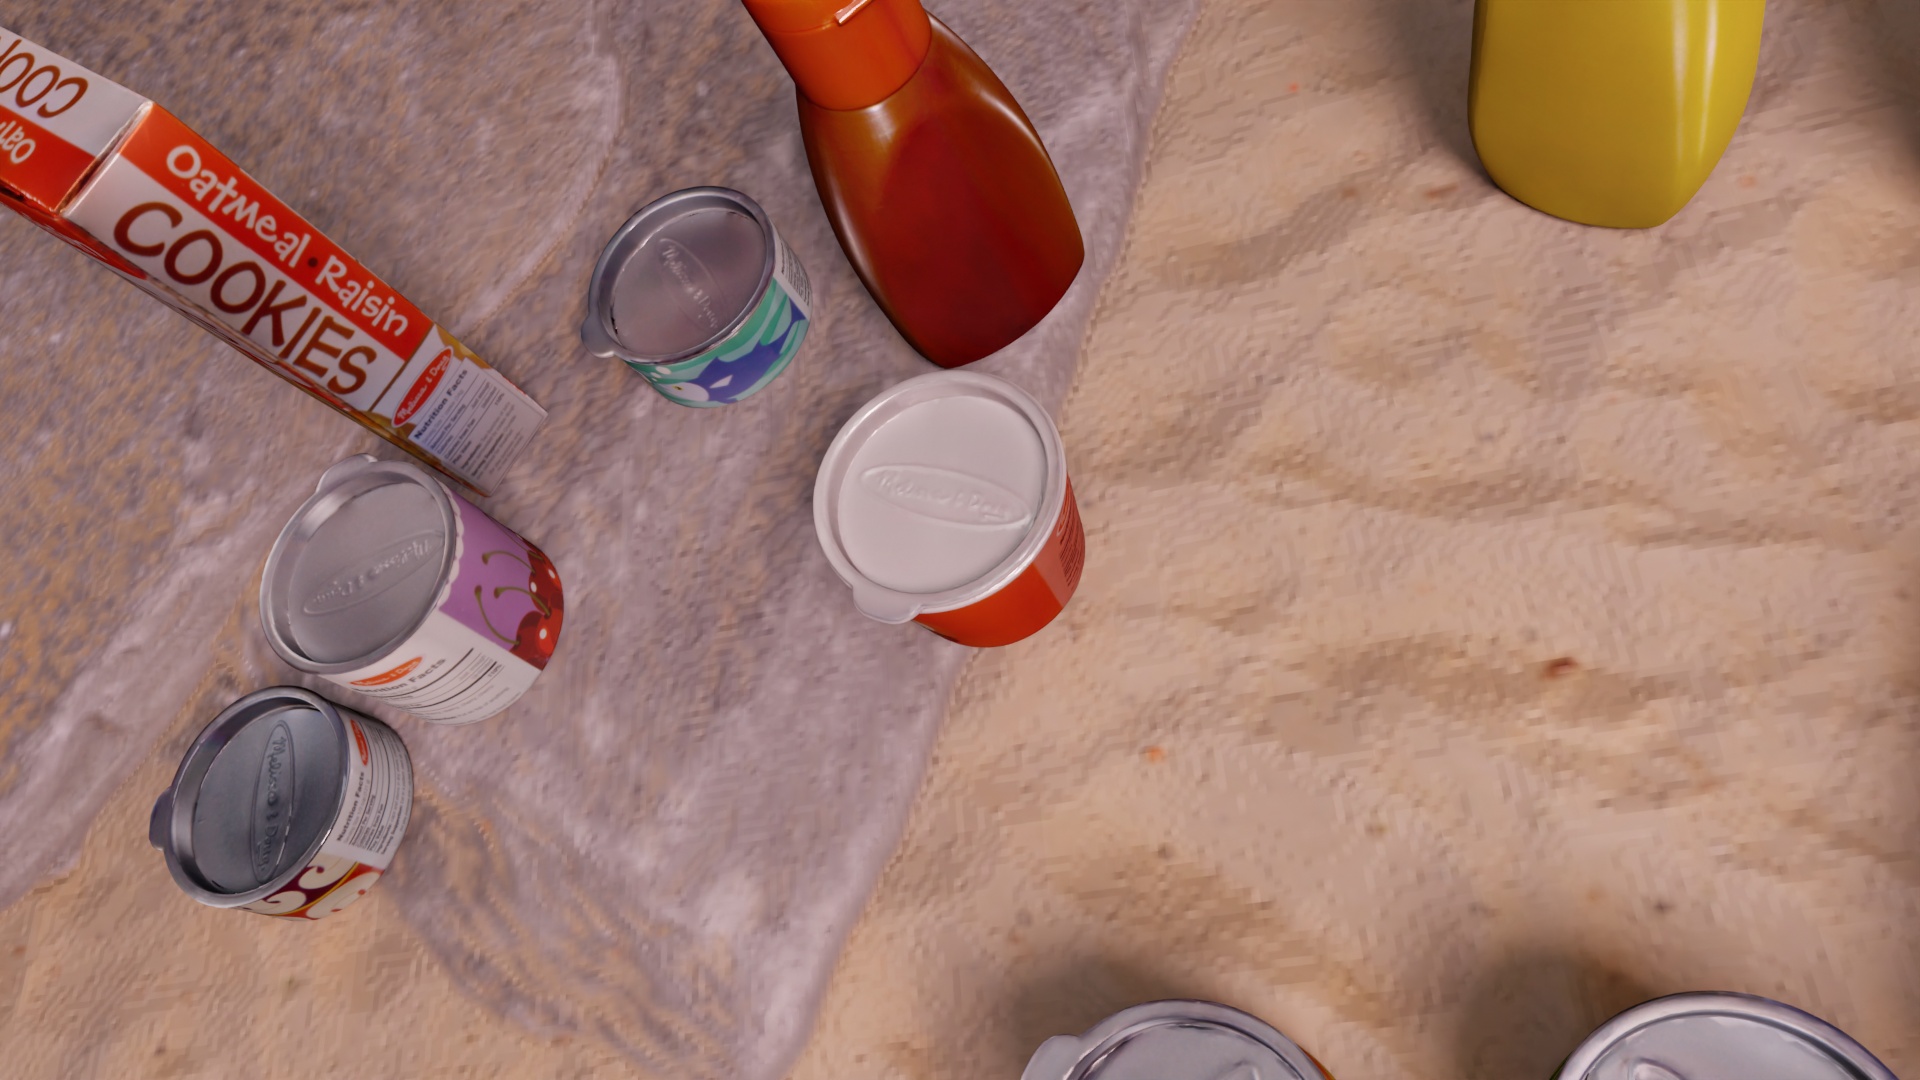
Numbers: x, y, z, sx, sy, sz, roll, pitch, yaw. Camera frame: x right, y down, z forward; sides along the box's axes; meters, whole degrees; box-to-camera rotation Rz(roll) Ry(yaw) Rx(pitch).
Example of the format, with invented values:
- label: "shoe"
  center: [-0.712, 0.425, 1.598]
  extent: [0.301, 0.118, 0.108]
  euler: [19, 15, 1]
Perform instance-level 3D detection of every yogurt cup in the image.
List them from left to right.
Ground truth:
- label: "yogurt cup"
  center: [0.001, -0.005, 0.375]
  extent: [0.072, 0.054, 0.072]
  euler: [-7, 65, 17]

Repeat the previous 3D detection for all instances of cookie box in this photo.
- label: "cookie box"
  center: [-0.224, -0.083, 0.425]
  extent: [0.123, 0.167, 0.040]
  euler: [26, 79, 27]

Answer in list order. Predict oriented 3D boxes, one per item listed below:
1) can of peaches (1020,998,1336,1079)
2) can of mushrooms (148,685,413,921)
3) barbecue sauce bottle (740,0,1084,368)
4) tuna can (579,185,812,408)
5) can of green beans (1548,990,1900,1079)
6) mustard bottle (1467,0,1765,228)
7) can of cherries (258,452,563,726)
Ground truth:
- label: "can of peaches"
  center: [0.051, 0.132, 0.294]
  extent: [0.071, 0.058, 0.071]
  euler: [-7, 65, 17]
- label: "can of mushrooms"
  center: [-0.205, 0.081, 0.422]
  extent: [0.071, 0.033, 0.071]
  euler: [-7, 65, 17]
- label: "barbecue sauce bottle"
  center: [-0.013, -0.106, 0.371]
  extent: [0.065, 0.148, 0.044]
  euler: [-39, 61, 0]
- label: "tuna can"
  center: [-0.085, -0.077, 0.450]
  extent: [0.071, 0.032, 0.071]
  euler: [-7, 65, 17]
- label: "can of green beans"
  center: [0.144, 0.123, 0.265]
  extent: [0.071, 0.057, 0.071]
  euler: [-7, 65, 17]
- label: "mustard bottle"
  center: [0.152, -0.135, 0.318]
  extent: [0.065, 0.160, 0.049]
  euler: [25, 78, 27]
- label: "can of cherries"
  center: [-0.164, 0.015, 0.423]
  extent: [0.071, 0.058, 0.072]
  euler: [-7, 65, 17]
